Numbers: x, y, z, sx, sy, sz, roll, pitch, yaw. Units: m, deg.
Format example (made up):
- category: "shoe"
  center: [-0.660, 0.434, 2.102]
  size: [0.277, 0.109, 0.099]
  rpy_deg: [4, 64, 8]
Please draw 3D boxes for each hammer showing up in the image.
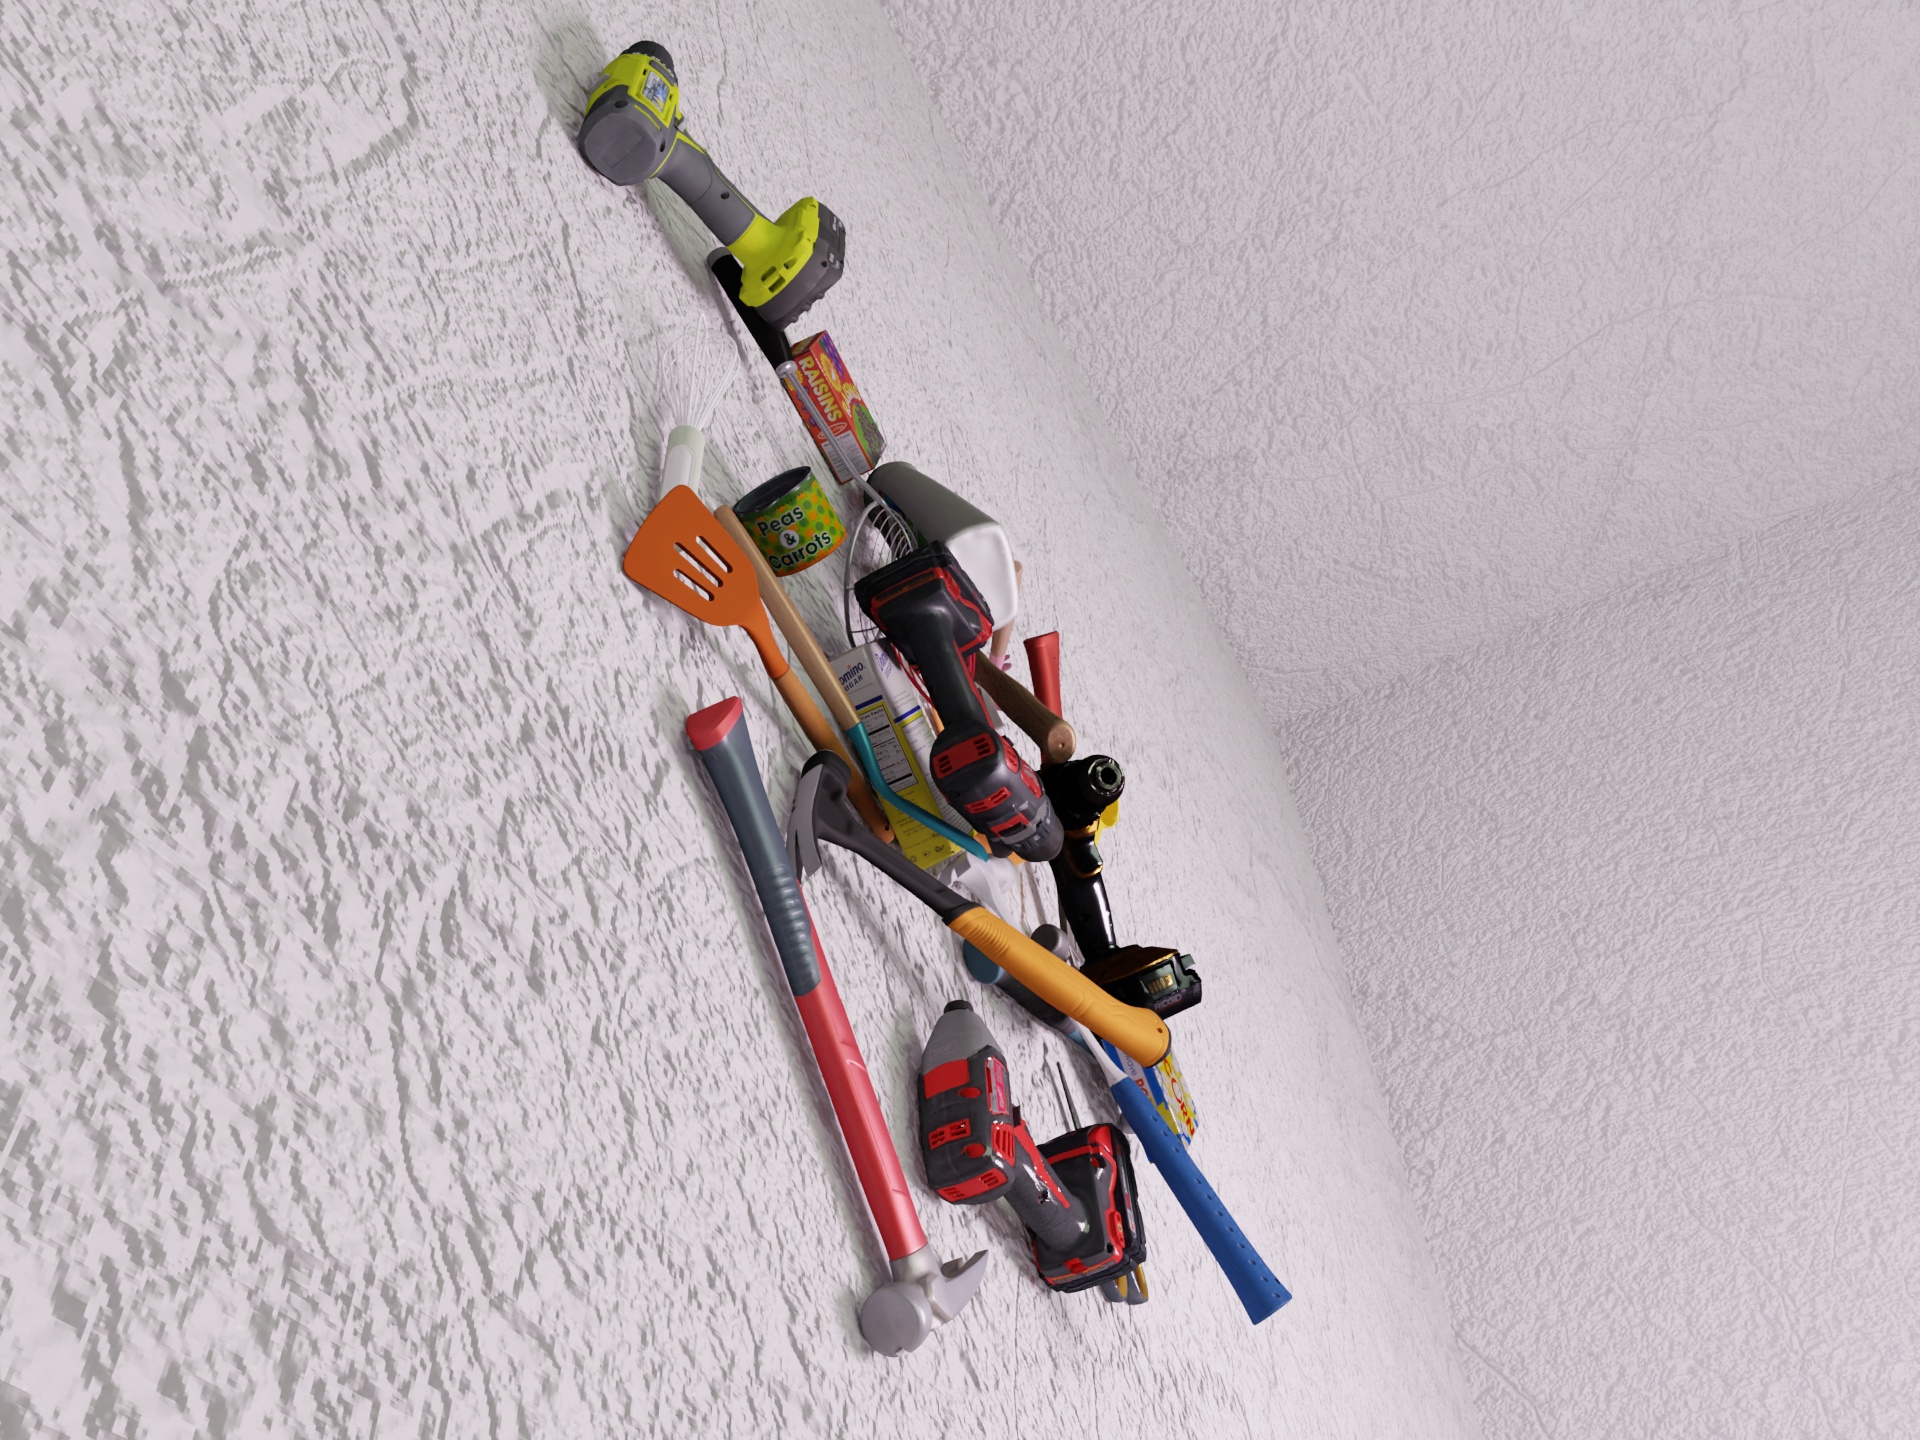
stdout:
- category: "hammer"
  center: [0.110, 0.263, 1.191]
  size: [0.406, 0.035, 0.144]
  rpy_deg: [55, 10, 18]
- category: "hammer"
  center: [-0.079, 0.170, 0.958]
  size: [0.386, 0.038, 0.143]
  rpy_deg: [69, 15, 9]
- category: "hammer"
  center: [0.098, 0.078, 1.551]
  size: [0.149, 0.037, 0.359]
  rpy_deg: [41, 40, -55]
- category: "hammer"
  center: [0.040, -0.022, 1.392]
  size: [0.331, 0.031, 0.130]
  rpy_deg: [-132, -151, -70]
- category: "hammer"
  center: [0.087, 0.255, 1.375]
  size: [0.330, 0.033, 0.128]
  rpy_deg: [46, 27, -51]
- category: "hammer"
  center: [0.020, 0.152, 1.102]
  size: [0.336, 0.034, 0.127]
  rpy_deg: [37, 27, -20]

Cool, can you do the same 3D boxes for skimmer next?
- category: "skimmer"
  center: [-0.138, -0.227, 1.329]
  size: [0.363, 0.090, 0.127]
  rpy_deg: [59, 11, 8]

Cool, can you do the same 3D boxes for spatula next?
- category: "spatula"
  center: [-0.082, -0.024, 1.151]
  size: [0.317, 0.044, 0.082]
  rpy_deg: [58, 2, -3]
- category: "spatula"
  center: [-0.121, -0.019, 1.086]
  size: [0.081, 0.041, 0.322]
  rpy_deg: [-64, 142, -33]

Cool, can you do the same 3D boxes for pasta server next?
- category: "pasta server"
  center: [0.045, -0.077, 1.491]
  size: [0.316, 0.040, 0.060]
  rpy_deg: [98, -18, -70]

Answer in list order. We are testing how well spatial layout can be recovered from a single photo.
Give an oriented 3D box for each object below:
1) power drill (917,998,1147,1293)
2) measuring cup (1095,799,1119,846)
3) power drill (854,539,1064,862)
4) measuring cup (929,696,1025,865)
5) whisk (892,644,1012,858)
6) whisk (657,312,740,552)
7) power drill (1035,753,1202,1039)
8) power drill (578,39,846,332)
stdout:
- category: "power drill"
  center: [0.043, 0.297, 1.112]
  size: [0.219, 0.078, 0.143]
  rpy_deg: [50, 23, -38]
- category: "measuring cup"
  center: [0.114, 0.111, 1.502]
  size: [0.062, 0.029, 0.157]
  rpy_deg: [61, 38, -35]
- category: "power drill"
  center: [0.010, -0.004, 1.213]
  size: [0.187, 0.080, 0.227]
  rpy_deg: [49, 18, -57]
- category: "measuring cup"
  center: [0.025, 0.048, 1.424]
  size: [0.173, 0.052, 0.095]
  rpy_deg: [68, 16, -4]
- category: "whisk"
  center: [-0.002, -0.004, 1.344]
  size: [0.073, 0.073, 0.296]
  rpy_deg: [47, 19, -49]
- category: "whisk"
  center: [-0.189, -0.201, 1.104]
  size: [0.059, 0.058, 0.247]
  rpy_deg: [94, -4, -47]
- category: "power drill"
  center: [0.114, 0.137, 1.290]
  size: [0.226, 0.084, 0.185]
  rpy_deg: [68, -23, 7]
- category: "power drill"
  center: [-0.200, -0.441, 1.285]
  size: [0.228, 0.080, 0.191]
  rpy_deg: [39, 29, -30]
